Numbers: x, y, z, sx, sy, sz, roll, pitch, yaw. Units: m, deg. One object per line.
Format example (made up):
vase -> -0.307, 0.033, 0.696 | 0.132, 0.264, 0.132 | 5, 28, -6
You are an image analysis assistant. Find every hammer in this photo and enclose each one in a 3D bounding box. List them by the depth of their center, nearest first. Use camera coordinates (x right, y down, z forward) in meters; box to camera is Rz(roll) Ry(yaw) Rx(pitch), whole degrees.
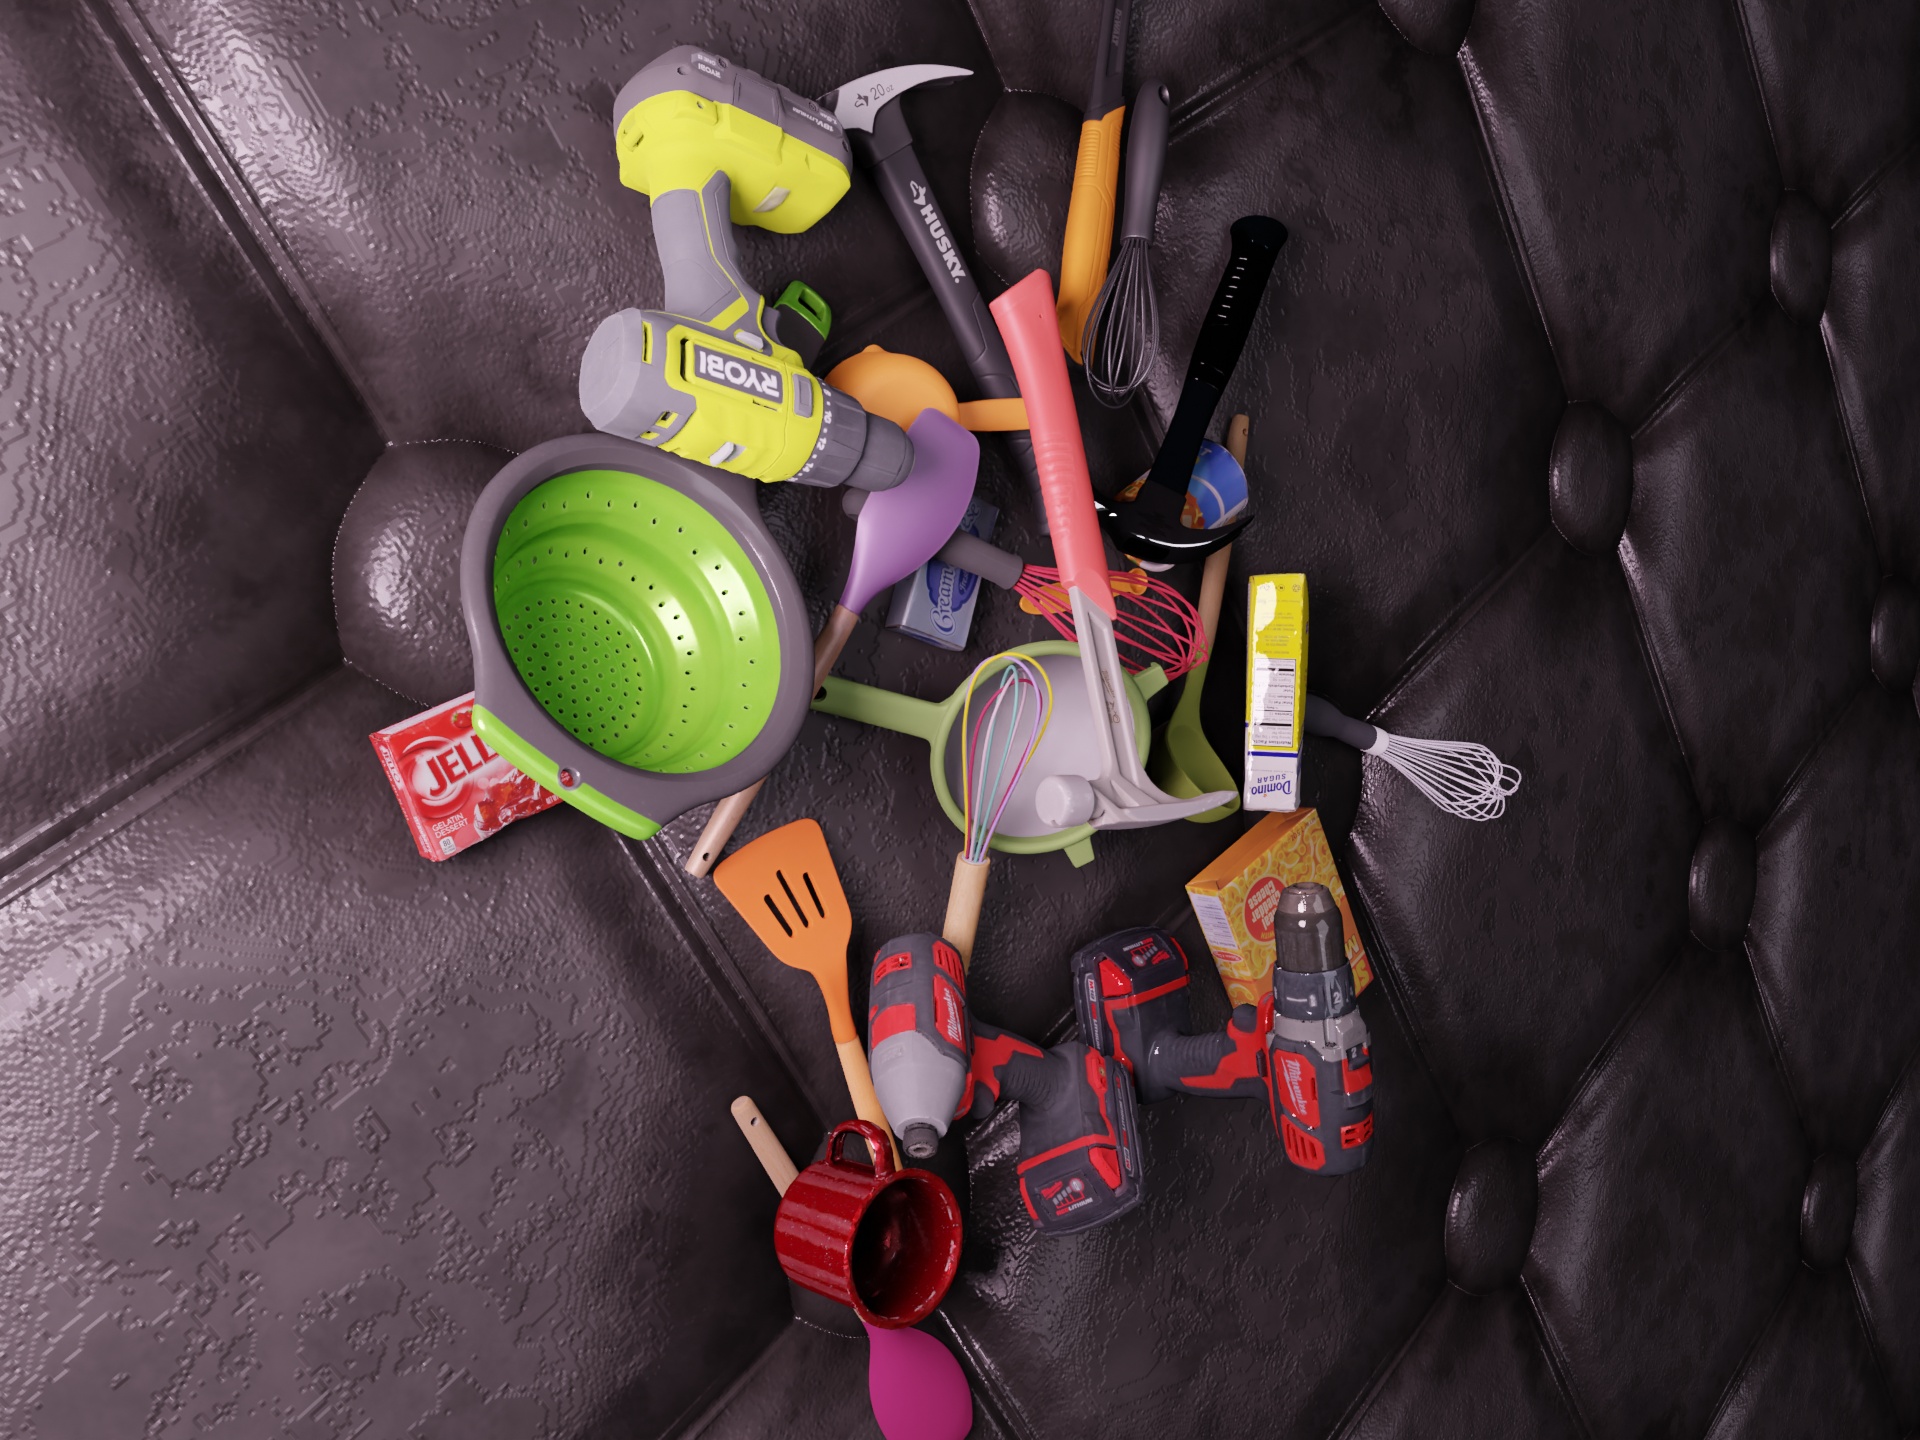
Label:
hammer -> 0.081, -0.110, 1.001 | 0.149, 0.037, 0.359 | -2, 77, -39
hammer -> 0.011, -0.266, 1.053 | 0.146, 0.035, 0.334 | -42, 116, -28
hammer -> 0.104, -0.403, 1.120 | 0.127, 0.034, 0.337 | 11, 85, -36
hammer -> 0.176, -0.246, 1.139 | 0.128, 0.033, 0.331 | 26, 61, -5

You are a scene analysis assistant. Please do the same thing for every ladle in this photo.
ladle -> 0.194, -0.081, 1.183 | 0.078, 0.062, 0.320 | 23, 73, -42

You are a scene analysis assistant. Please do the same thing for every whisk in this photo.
whisk -> 0.016, 0.071, 1.019 | 0.047, 0.051, 0.244 | 0, 115, -23
whisk -> 0.050, -0.090, 1.043 | 0.295, 0.073, 0.073 | 21, 79, -30
whisk -> 0.118, -0.328, 1.087 | 0.055, 0.055, 0.239 | 15, 79, -37
whisk -> 0.366, 0.026, 1.331 | 0.284, 0.070, 0.070 | 19, 80, -31

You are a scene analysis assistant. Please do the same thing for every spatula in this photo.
spatula -> -0.079, -0.043, 0.959 | 0.059, 0.018, 0.316 | 32, 86, -23
spatula -> -0.071, 0.221, 1.020 | 0.081, 0.041, 0.322 | -29, 113, -34

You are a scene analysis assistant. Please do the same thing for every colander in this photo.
colander -> -0.164, -0.103, 0.893 | 0.204, 0.094, 0.397 | 38, 49, -24

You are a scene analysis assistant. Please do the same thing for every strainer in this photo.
strainer -> -0.002, -0.003, 1.045 | 0.256, 0.069, 0.151 | 14, 107, -20

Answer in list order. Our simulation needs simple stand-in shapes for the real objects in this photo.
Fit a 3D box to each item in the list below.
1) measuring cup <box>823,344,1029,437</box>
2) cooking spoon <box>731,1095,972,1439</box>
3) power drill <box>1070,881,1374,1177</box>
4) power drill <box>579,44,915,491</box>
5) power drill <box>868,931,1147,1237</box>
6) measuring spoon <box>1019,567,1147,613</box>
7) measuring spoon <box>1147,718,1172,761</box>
measuring cup -> -0.005, -0.190, 1.006 | 0.173, 0.052, 0.095 | -7, 106, -22
cooking spoon -> -0.069, 0.366, 1.028 | 0.069, 0.017, 0.318 | -38, 114, -27
power drill -> 0.179, 0.193, 1.080 | 0.080, 0.227, 0.188 | -13, 100, -37
power drill -> -0.112, -0.238, 0.884 | 0.190, 0.080, 0.229 | 12, 64, -37
power drill -> 0.025, 0.242, 1.021 | 0.219, 0.078, 0.143 | 40, 31, -35
measuring spoon -> 0.087, -0.092, 1.137 | 0.117, 0.011, 0.021 | -14, 100, -33
measuring spoon -> 0.130, 0.022, 1.174 | 0.124, 0.018, 0.034 | -29, 112, -40
